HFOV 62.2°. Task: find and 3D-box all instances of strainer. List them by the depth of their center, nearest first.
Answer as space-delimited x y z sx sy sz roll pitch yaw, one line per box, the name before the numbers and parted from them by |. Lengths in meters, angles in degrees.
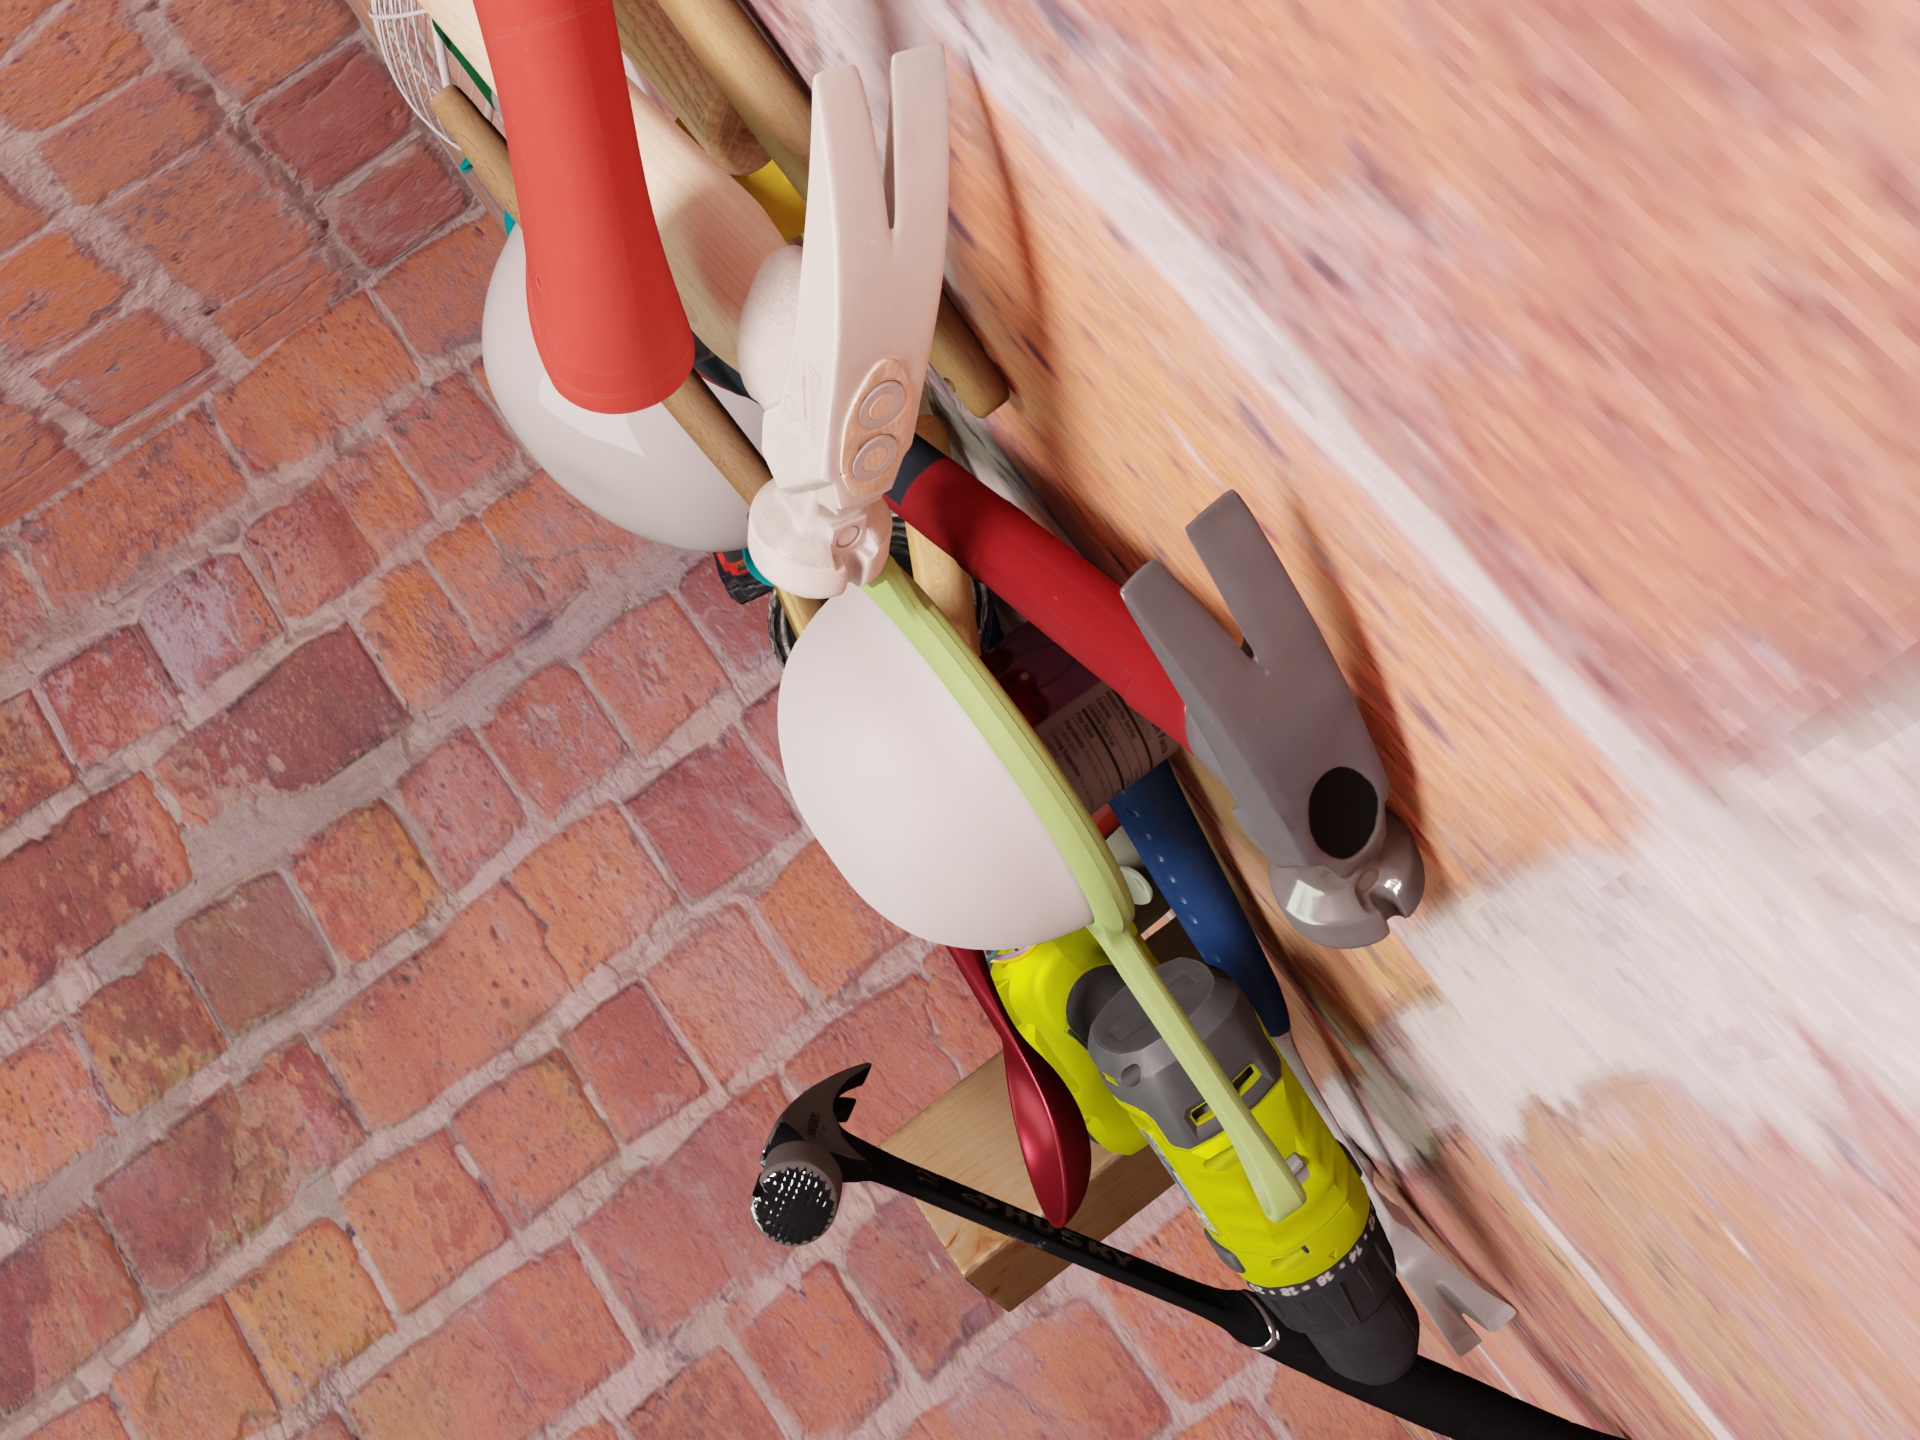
strainer | 0.015 0.066 0.511 0.256 0.069 0.151 56 174 0
strainer | -0.146 -0.123 0.809 0.211 0.095 0.340 30 163 14

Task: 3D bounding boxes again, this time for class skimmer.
skimmer | -0.152 -0.250 0.798 0.363 0.090 0.127 44 -156 -32

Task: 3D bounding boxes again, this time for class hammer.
hammer | -0.071 -0.163 0.229 0.149 0.037 0.358 53 162 22
hammer | -0.139 -0.217 0.456 0.411 0.038 0.146 49 149 25
hammer | -0.015 -0.080 0.493 0.387 0.038 0.143 44 173 46
hammer | -0.160 -0.300 0.560 0.332 0.031 0.130 51 175 25
hammer | 0.107 0.253 0.696 0.409 0.036 0.149 23 -174 -2
hammer | 0.145 0.141 0.708 0.405 0.035 0.144 57 174 -35

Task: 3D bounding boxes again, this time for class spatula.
spatula | -0.095 -0.095 0.607 0.317 0.044 0.082 52 175 -23

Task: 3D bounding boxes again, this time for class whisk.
whisk | -0.003 -0.002 0.641 0.047 0.051 0.244 22 129 47

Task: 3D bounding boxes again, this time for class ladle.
ladle | -0.012 0.062 0.617 0.315 0.031 0.069 66 169 -16

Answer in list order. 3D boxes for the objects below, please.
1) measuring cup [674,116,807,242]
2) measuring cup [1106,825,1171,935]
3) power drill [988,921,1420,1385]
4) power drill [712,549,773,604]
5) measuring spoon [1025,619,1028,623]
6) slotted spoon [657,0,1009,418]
measuring cup | -0.059 -0.159 0.591 0.062 0.029 0.156 48 172 50
measuring cup | 0.085 0.069 0.778 0.083 0.038 0.167 54 173 0
power drill | 0.098 0.168 0.686 0.190 0.080 0.229 56 171 -17
power drill | -0.166 -0.205 0.988 0.226 0.080 0.188 63 -179 -44
measuring spoon | 0.049 -0.011 0.734 0.021 0.011 0.116 51 171 39
slotted spoon | -0.084 -0.216 0.454 0.313 0.031 0.070 53 173 -8
